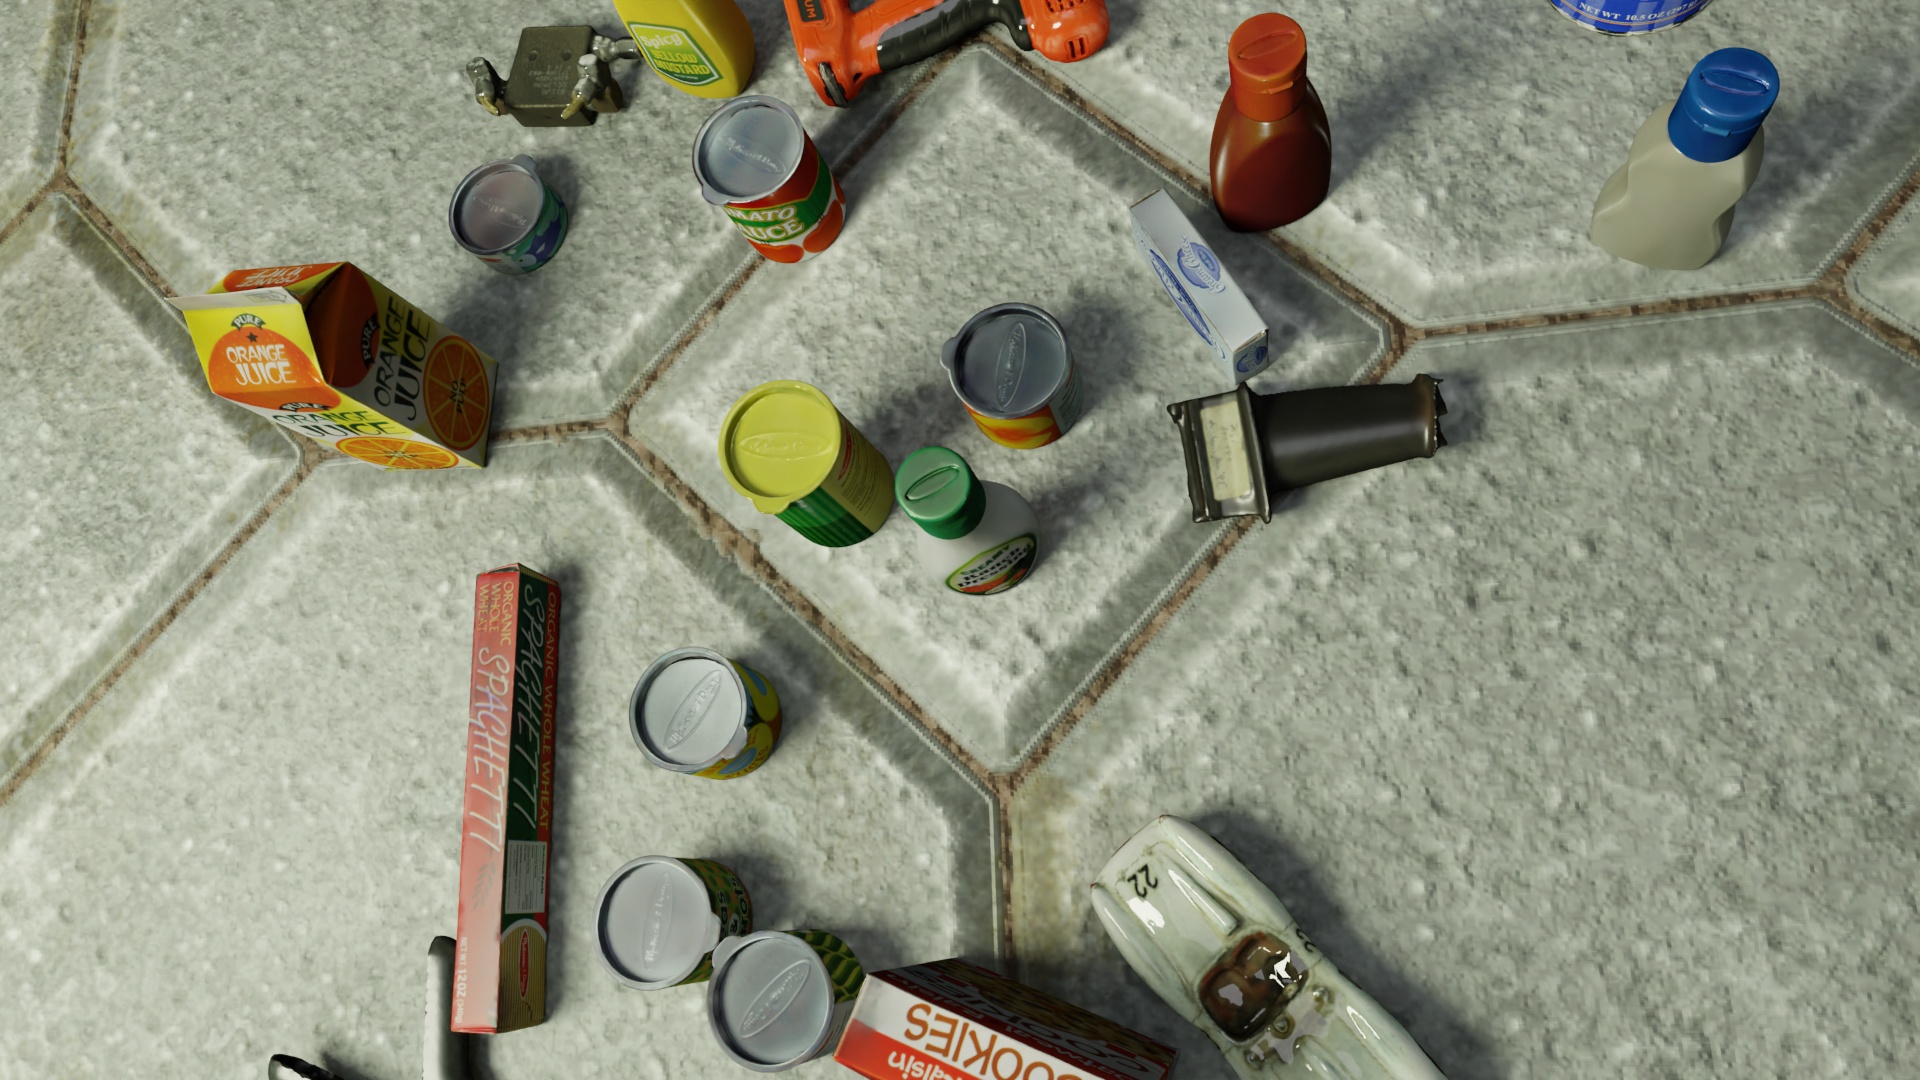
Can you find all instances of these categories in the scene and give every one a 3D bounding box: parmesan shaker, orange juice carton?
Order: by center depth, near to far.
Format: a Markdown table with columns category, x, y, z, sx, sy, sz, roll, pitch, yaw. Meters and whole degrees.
| category | x | y | z | sx | sy | sz | roll | pitch | yaw |
| --- | --- | --- | --- | --- | --- | --- | --- | --- | --- |
| parmesan shaker | -0.081 | -0.036 | 0.748 | 0.071 | 0.103 | 0.071 | -3 | 75 | 12 |
| orange juice carton | -0.345 | -0.100 | 0.778 | 0.072 | 0.192 | 0.073 | -1 | 76 | 13 |

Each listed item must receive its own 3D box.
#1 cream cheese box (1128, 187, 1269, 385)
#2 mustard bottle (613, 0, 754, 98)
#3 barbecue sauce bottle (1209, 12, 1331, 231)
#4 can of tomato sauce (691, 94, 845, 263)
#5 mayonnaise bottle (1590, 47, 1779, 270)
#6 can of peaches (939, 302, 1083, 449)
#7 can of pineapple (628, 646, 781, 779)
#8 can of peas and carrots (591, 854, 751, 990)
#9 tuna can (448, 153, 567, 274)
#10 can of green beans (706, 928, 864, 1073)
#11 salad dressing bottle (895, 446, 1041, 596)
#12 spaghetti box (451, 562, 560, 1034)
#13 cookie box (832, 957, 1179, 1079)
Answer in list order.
| category | x | y | z | sx | sy | sz | roll | pitch | yaw |
| --- | --- | --- | --- | --- | --- | --- | --- | --- | --- |
| cream cheese box | 0.130 | -0.137 | 0.753 | 0.024 | 0.053 | 0.104 | -32 | 71 | 3 |
| mustard bottle | -0.173 | -0.319 | 0.814 | 0.065 | 0.160 | 0.049 | 11 | 79 | 15 |
| barbecue sauce bottle | 0.159 | -0.213 | 0.716 | 0.065 | 0.148 | 0.044 | -19 | 73 | 8 |
| can of tomato sauce | -0.110 | -0.207 | 0.811 | 0.071 | 0.083 | 0.071 | -3 | 75 | 12 |
| mayonnaise bottle | 0.349 | -0.179 | 0.664 | 0.065 | 0.148 | 0.041 | 20 | 82 | 17 |
| can of peaches | 0.029 | -0.089 | 0.761 | 0.071 | 0.058 | 0.071 | -3 | 75 | 12 |
| can of pineapple | -0.135 | 0.096 | 0.750 | 0.071 | 0.057 | 0.071 | -3 | 75 | 12 |
| can of peas and carrots | -0.147 | 0.199 | 0.725 | 0.071 | 0.058 | 0.071 | -3 | 75 | 12 |
| tuna can | -0.284 | -0.206 | 0.877 | 0.071 | 0.032 | 0.071 | -3 | 75 | 12 |
| can of green beans | -0.087 | 0.231 | 0.703 | 0.071 | 0.057 | 0.071 | -3 | 75 | 12 |
| salad dressing bottle | 0.002 | -0.009 | 0.699 | 0.064 | 0.147 | 0.044 | -29 | 72 | 5 |
| spaghetti box | -0.249 | 0.139 | 0.769 | 0.029 | 0.050 | 0.250 | -6 | 74 | 12 |
| cookie box | 0.028 | 0.231 | 0.619 | 0.123 | 0.167 | 0.040 | 18 | 81 | 17 |
